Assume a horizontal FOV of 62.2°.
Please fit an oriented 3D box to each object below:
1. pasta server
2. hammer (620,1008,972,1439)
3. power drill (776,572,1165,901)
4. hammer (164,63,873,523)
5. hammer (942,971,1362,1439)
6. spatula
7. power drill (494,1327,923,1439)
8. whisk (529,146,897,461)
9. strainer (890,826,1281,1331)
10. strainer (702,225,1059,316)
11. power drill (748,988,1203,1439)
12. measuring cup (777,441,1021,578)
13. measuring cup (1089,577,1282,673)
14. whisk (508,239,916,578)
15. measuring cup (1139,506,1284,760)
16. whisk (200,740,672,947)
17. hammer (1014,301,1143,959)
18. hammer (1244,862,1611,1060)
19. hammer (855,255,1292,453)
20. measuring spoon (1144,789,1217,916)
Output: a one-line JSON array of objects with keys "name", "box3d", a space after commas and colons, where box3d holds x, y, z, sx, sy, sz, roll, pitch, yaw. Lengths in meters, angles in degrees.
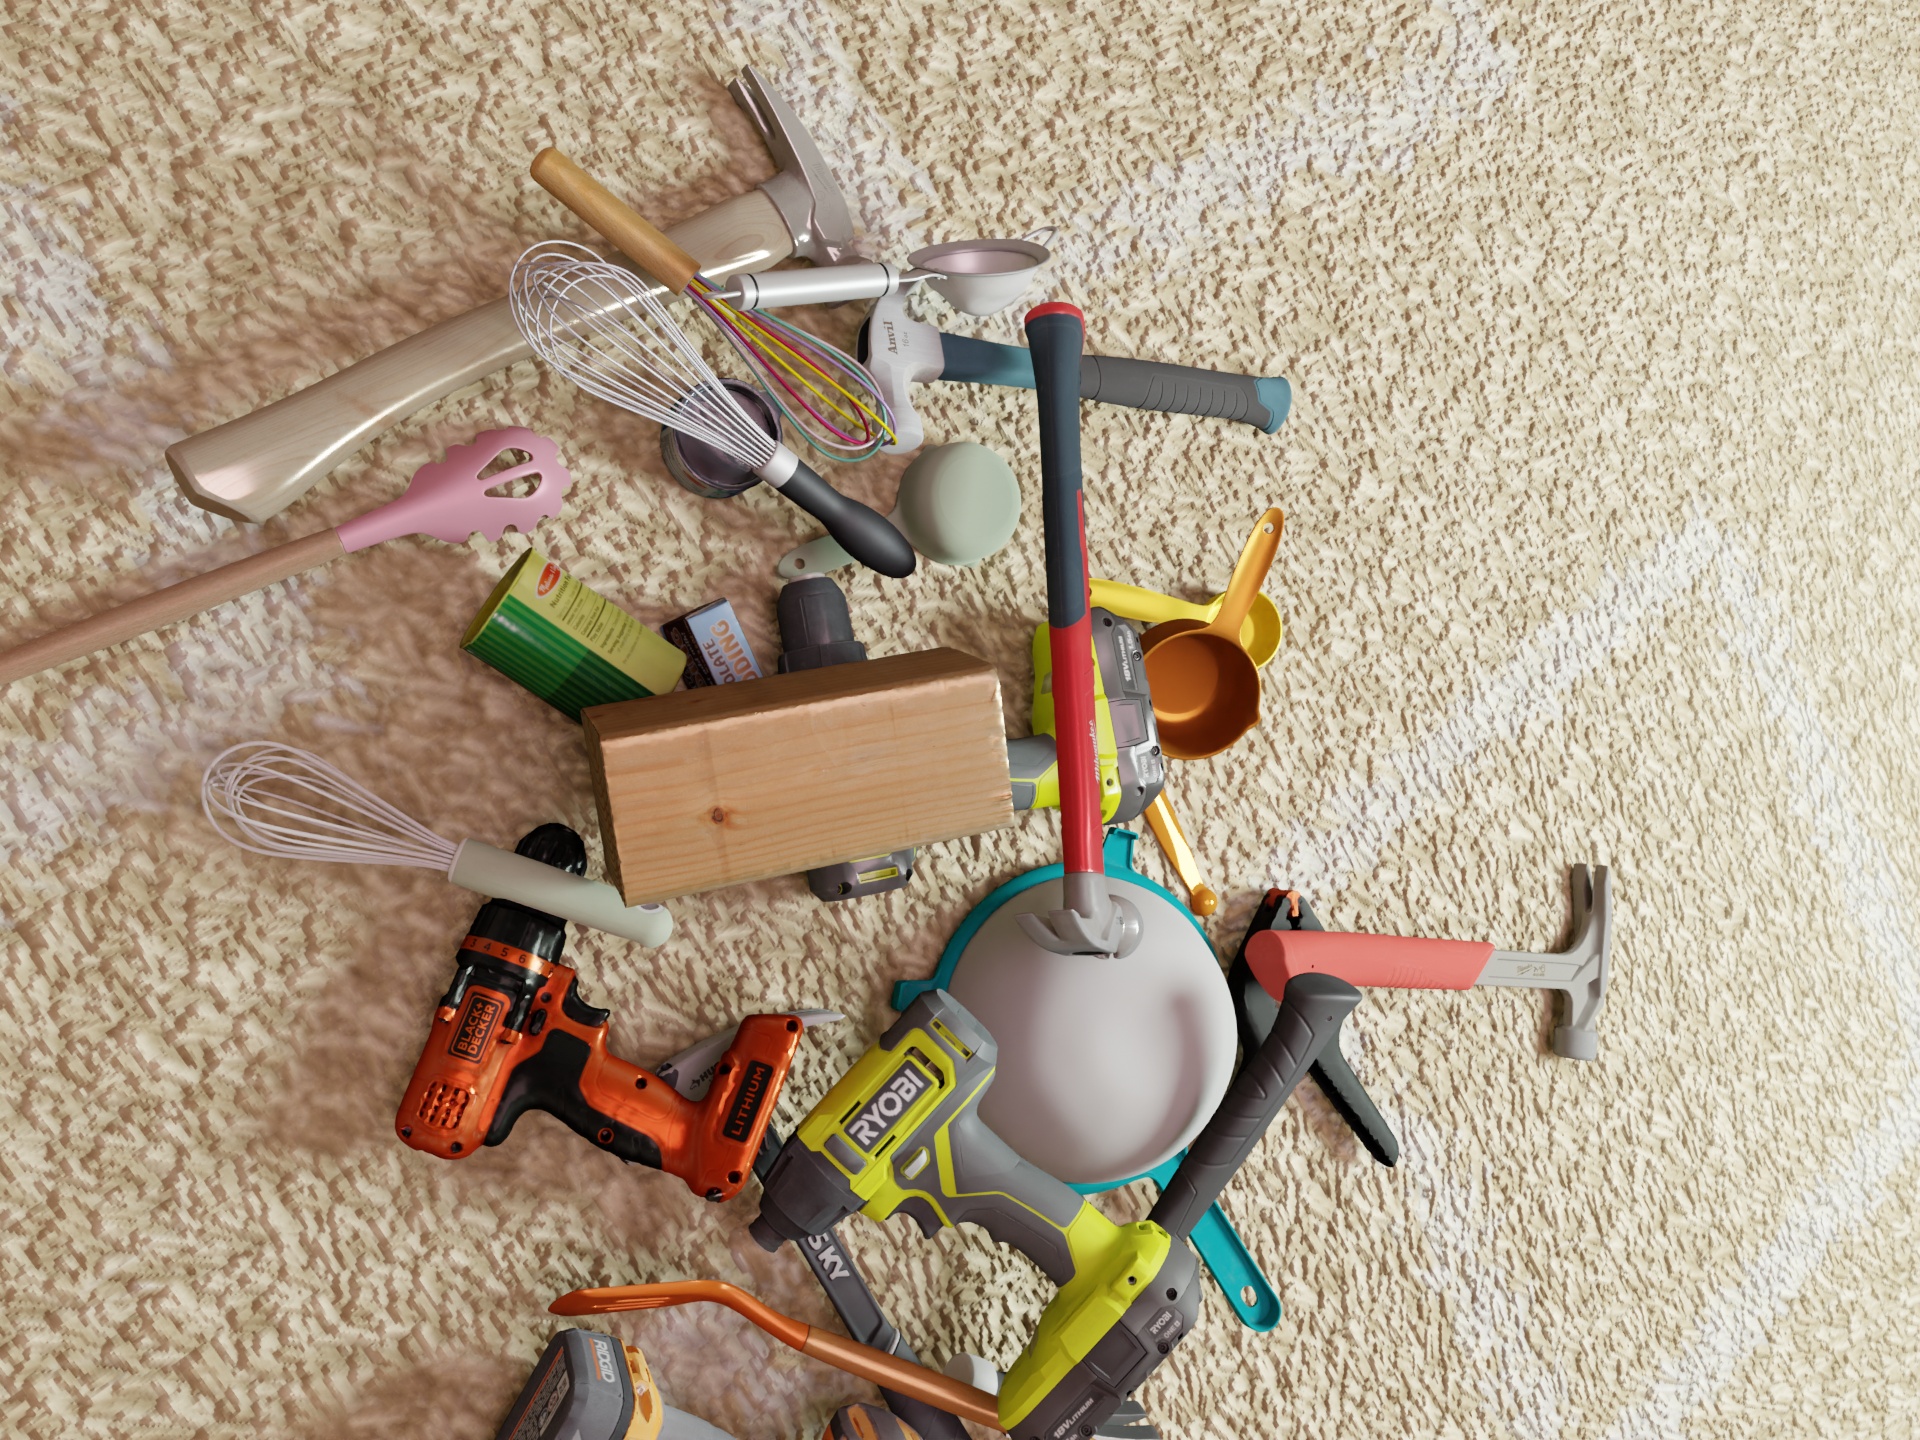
[{"name": "pasta server", "box3d": [-0.350, -0.082, 0.828, 0.316, 0.040, 0.060, -26, 99, -21]}, {"name": "hammer", "box3d": [-0.051, 0.358, 0.948, 0.149, 0.036, 0.408, -34, 102, -25]}, {"name": "power drill", "box3d": [-0.002, -0.003, 0.967, 0.228, 0.080, 0.190, -9, 87, -24]}, {"name": "hammer", "box3d": [-0.234, -0.227, 0.866, 0.410, 0.038, 0.146, -34, 101, -29]}, {"name": "hammer", "box3d": [0.134, 0.292, 0.946, 0.146, 0.035, 0.335, 30, 96, -26]}, {"name": "spatula", "box3d": [-0.068, 0.361, 0.883, 0.322, 0.081, 0.041, 25, 56, -10]}, {"name": "power drill", "box3d": [-0.149, 0.444, 0.864, 0.226, 0.084, 0.185, 29, 92, -24]}, {"name": "whisk", "box3d": [-0.133, -0.227, 0.882, 0.245, 0.047, 0.051, 37, 114, -14]}, {"name": "strainer", "box3d": [0.123, 0.247, 0.985, 0.211, 0.095, 0.340, -34, 96, -18]}, {"name": "strainer", "box3d": [-0.039, -0.251, 0.909, 0.258, 0.087, 0.050, -18, 122, -39]}, {"name": "power drill", "box3d": [0.006, 0.284, 0.879, 0.223, 0.080, 0.171, 43, 90, 5]}, {"name": "measuring cup", "box3d": [-0.034, -0.120, 0.975, 0.167, 0.038, 0.083, -25, 98, -27]}, {"name": "measuring cup", "box3d": [0.141, -0.072, 1.074, 0.156, 0.029, 0.062, 12, 87, -13]}, {"name": "whisk", "box3d": [-0.126, -0.161, 0.875, 0.284, 0.070, 0.070, 35, 73, -33]}, {"name": "measuring cup", "box3d": [0.163, -0.061, 1.032, 0.095, 0.052, 0.173, 20, 103, -11]}, {"name": "whisk", "box3d": [-0.267, 0.070, 0.819, 0.246, 0.058, 0.059, 20, 99, -9]}, {"name": "hammer", "box3d": [0.058, -0.062, 0.903, 0.143, 0.038, 0.386, 30, 56, -67]}, {"name": "hammer", "box3d": [0.342, 0.163, 1.123, 0.358, 0.037, 0.149, 9, 84, -34]}, {"name": "hammer", "box3d": [0.083, -0.221, 1.030, 0.330, 0.033, 0.128, 0, 69, -30]}, {"name": "measuring spoon", "box3d": [0.145, 0.081, 1.069, 0.021, 0.011, 0.117, -32, 101, -24]}]
